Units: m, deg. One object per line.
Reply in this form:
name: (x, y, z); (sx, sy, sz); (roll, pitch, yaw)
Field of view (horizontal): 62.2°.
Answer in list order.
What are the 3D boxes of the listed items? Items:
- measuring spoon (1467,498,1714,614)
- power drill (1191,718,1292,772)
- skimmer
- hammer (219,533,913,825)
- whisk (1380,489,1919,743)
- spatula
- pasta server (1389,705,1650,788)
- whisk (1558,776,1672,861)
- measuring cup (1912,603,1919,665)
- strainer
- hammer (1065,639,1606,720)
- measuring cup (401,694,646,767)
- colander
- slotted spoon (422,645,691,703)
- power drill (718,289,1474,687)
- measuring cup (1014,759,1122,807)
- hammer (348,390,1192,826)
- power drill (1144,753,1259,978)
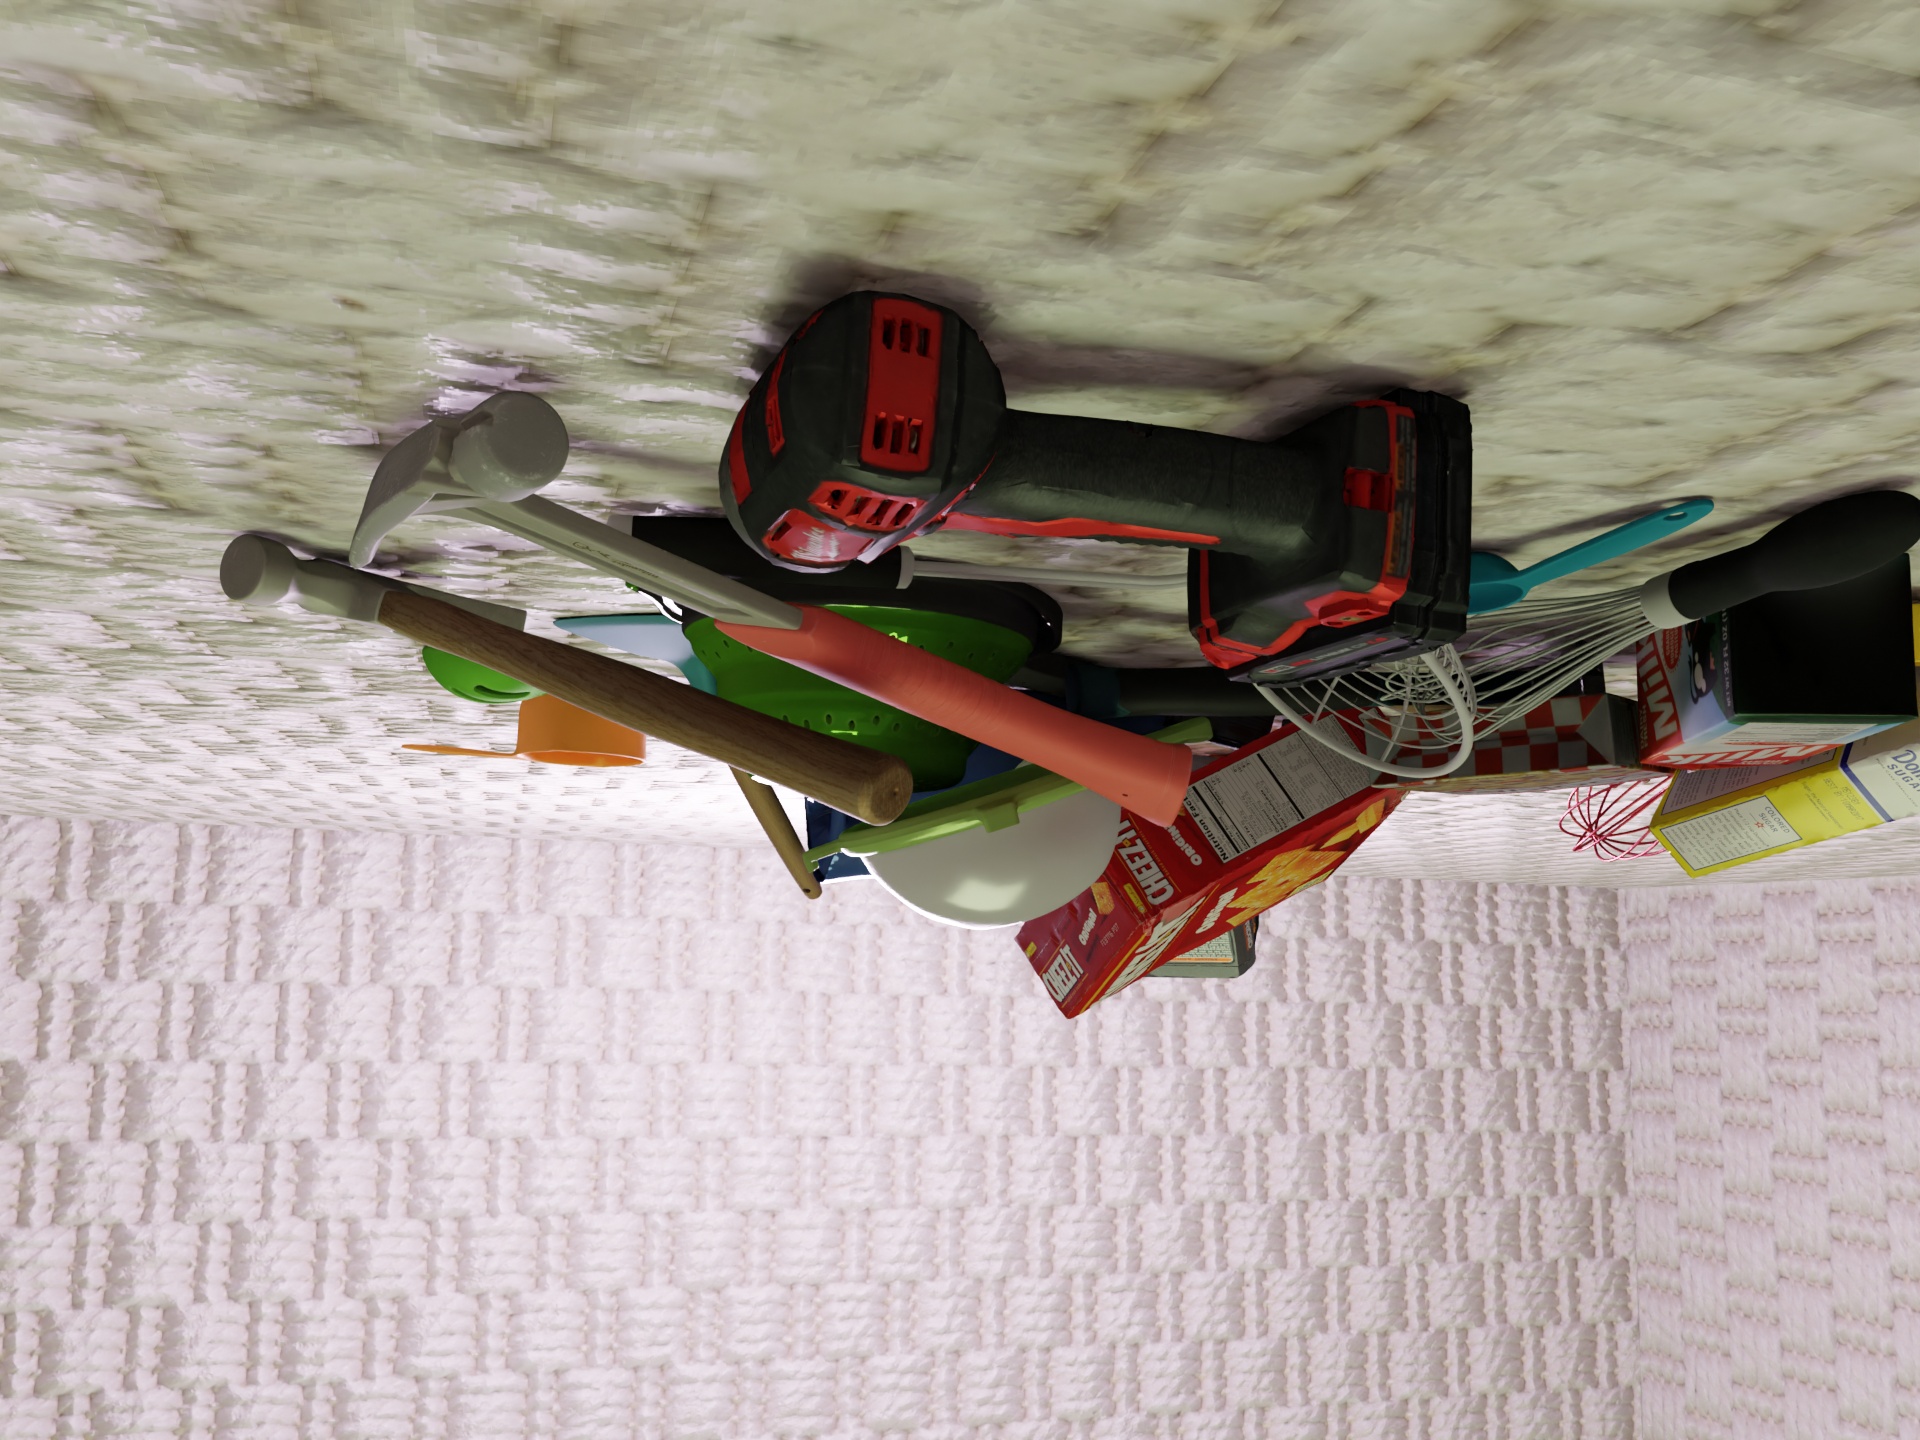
measuring spoon: (0.242, -0.072, 0.641); (0.042, 0.021, 0.128); (8, 160, -34)
power drill: (0.169, 0.039, 1.184); (0.226, 0.084, 0.185); (3, 173, 26)
skimmer: (0.035, -0.032, 0.664); (0.363, 0.090, 0.127); (4, 165, -10)
hammer: (-0.161, -0.018, 0.681); (0.331, 0.031, 0.130); (19, -178, 29)
whisk: (0.280, -0.043, 0.682); (0.070, 0.070, 0.284); (5, 166, -22)
spatula: (-0.143, 0.028, 0.981); (0.082, 0.044, 0.317); (-1, 140, 18)
pasta server: (0.353, 0.003, 1.034); (0.316, 0.040, 0.060); (8, 155, -31)
whisk: (0.449, 0.022, 0.962); (0.073, 0.073, 0.295); (3, 157, -7)
measuring cup: (0.434, -0.042, 0.785); (0.062, 0.029, 0.156); (2, -177, -3)
strainer: (0.056, 0.053, 0.818); (0.256, 0.069, 0.151); (-16, 179, -44)
hammer: (0.205, -0.016, 0.857); (0.331, 0.033, 0.128); (-1, 172, -21)
measuring cup: (-0.300, 0.000, 1.096); (0.173, 0.052, 0.095); (2, 172, 7)
colander: (-0.001, -0.003, 0.860); (0.204, 0.094, 0.396); (-5, 169, 38)
slotted spoon: (-0.196, -0.017, 1.045); (0.313, 0.031, 0.070); (6, 168, -36)
power drill: (0.036, -0.067, 0.497); (0.219, 0.078, 0.143); (8, 170, -20)
measuring cup: (0.091, 0.050, 0.983); (0.167, 0.083, 0.038); (0, -152, -41)
hammer: (-0.051, -0.026, 0.630); (0.358, 0.037, 0.149); (22, 160, -32)
power drill: (0.202, 0.106, 1.290); (0.164, 0.084, 0.227); (-2, -147, 19)
